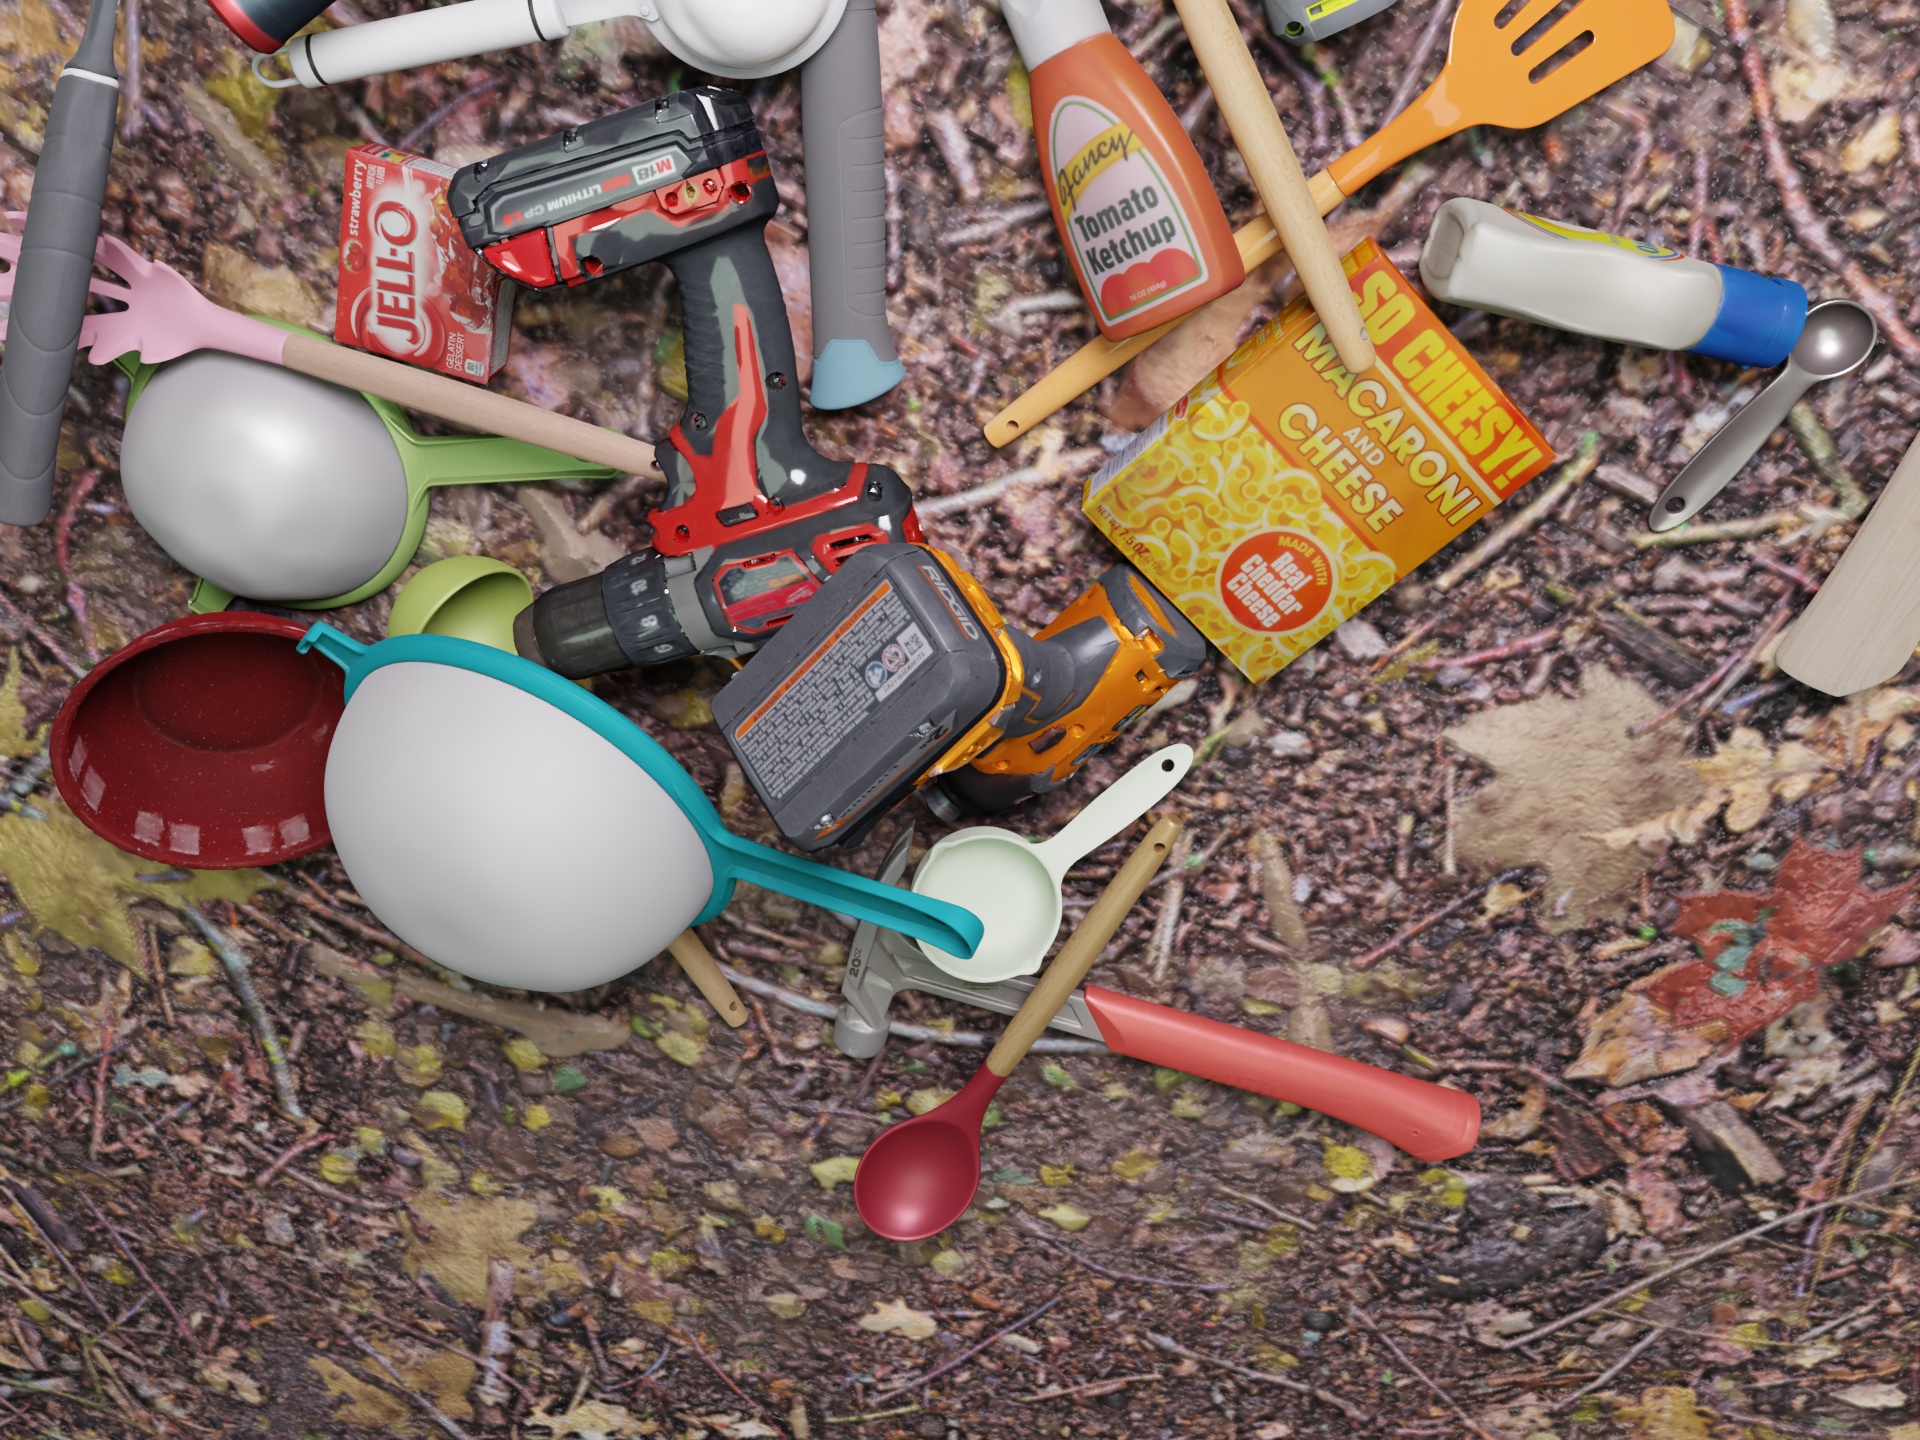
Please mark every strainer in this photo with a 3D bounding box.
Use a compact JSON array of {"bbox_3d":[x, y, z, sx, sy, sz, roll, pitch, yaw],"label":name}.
[{"bbox_3d":[-0.149,-0.269,0.607,0.258,0.050,0.086,-8,139,7],"label":"strainer"},{"bbox_3d":[-0.284,-0.111,0.745,0.256,0.069,0.151,-1,119,9],"label":"strainer"},{"bbox_3d":[-0.161,0.080,0.726,0.340,0.095,0.210,15,143,20],"label":"strainer"}]

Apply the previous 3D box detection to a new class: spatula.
[{"bbox_3d":[0.137,-0.213,0.670,0.322,0.041,0.081,-33,111,26],"label":"spatula"}]

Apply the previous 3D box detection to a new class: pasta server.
[{"bbox_3d":[-0.274,-0.155,0.705,0.316,0.040,0.060,17,107,-2],"label":"pasta server"}]

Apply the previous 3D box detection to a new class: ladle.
[{"bbox_3d":[0.031,0.168,0.851,0.069,0.031,0.315,26,117,-10],"label":"ladle"},{"bbox_3d":[-0.190,0.051,0.835,0.062,0.078,0.319,10,137,51],"label":"ladle"}]

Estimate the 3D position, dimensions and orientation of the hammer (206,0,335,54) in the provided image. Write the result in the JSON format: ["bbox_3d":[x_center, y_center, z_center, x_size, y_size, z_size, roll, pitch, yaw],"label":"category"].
[{"bbox_3d":[-0.095,-0.344,0.542,0.386,0.038,0.143,-34,88,9],"label":"hammer"}]

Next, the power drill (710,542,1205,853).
[{"bbox_3d":[-0.001,-0.002,0.702,0.164,0.226,0.084,-43,70,26],"label":"power drill"}]

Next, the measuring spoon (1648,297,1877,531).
[{"bbox_3d":[0.345,-0.133,0.697,0.034,0.018,0.124,27,125,-9],"label":"measuring spoon"}]

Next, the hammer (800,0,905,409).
[{"bbox_3d":[-0.048,-0.287,0.641,0.128,0.033,0.330,2,119,4],"label":"hammer"}]

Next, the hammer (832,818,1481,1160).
[{"bbox_3d":[0.114,0.167,0.875,0.359,0.037,0.149,16,120,-2],"label":"hammer"}]

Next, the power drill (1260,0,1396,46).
[{"bbox_3d":[0.185,-0.365,0.549,0.223,0.080,0.171,-20,115,20],"label":"power drill"}]

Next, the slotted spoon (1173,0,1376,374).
[{"bbox_3d":[0.090,-0.273,0.608,0.031,0.070,0.313,-7,119,52],"label":"slotted spoon"}]

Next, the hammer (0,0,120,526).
[{"bbox_3d":[-0.326,-0.259,0.606,0.036,0.149,0.408,5,120,-40],"label":"hammer"}]

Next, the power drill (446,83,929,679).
[{"bbox_3d":[-0.131,-0.128,0.666,0.188,0.080,0.226,-16,112,10],"label":"power drill"}]

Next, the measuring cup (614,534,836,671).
[{"bbox_3d":[-0.110,-0.053,0.770,0.173,0.052,0.095,-8,118,13],"label":"measuring cup"}]

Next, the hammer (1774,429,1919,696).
[{"bbox_3d":[0.446,-0.191,0.638,0.146,0.038,0.410,19,120,-3],"label":"hammer"}]

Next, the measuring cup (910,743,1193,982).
[{"bbox_3d":[0.047,0.063,0.806,0.167,0.038,0.083,-38,100,0],"label":"measuring cup"}]
